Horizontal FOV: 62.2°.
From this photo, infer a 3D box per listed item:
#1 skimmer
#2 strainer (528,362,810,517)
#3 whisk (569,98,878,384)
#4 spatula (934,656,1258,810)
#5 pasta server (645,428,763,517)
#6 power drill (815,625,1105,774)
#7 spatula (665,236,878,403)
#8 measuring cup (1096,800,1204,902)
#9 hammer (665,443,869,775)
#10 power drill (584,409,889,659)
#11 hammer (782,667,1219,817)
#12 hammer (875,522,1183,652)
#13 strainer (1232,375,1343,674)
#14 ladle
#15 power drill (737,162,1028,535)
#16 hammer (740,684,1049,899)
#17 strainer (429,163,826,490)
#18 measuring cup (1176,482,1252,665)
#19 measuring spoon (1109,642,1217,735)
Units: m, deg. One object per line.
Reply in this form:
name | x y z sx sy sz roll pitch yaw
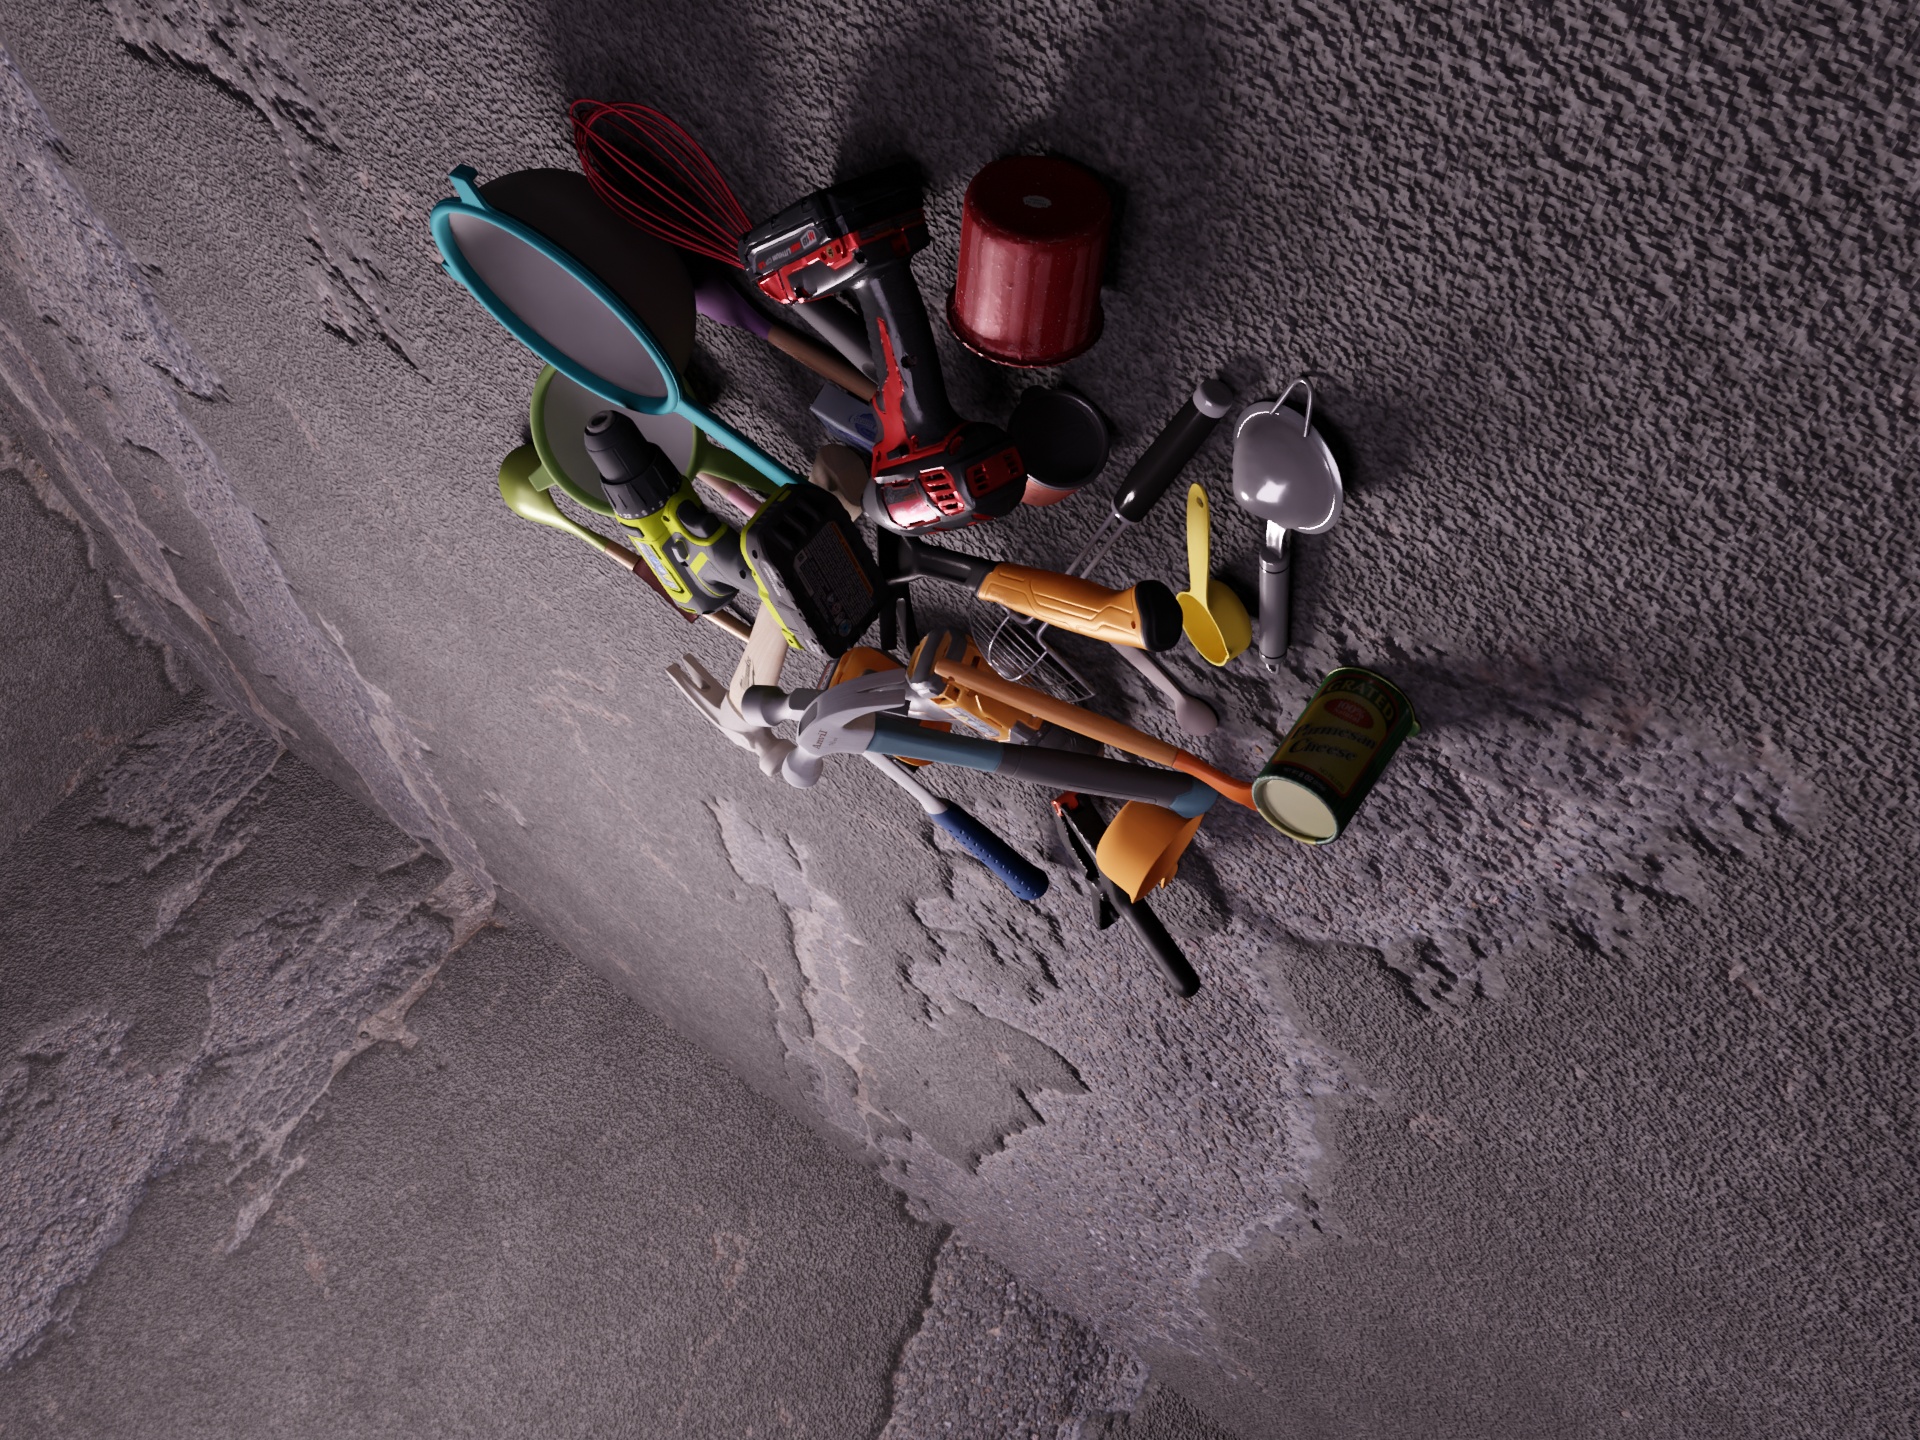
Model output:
skimmer | 0.101 -0.123 1.088 0.127 0.090 0.363 45 144 5
strainer | -0.224 -0.231 1.314 0.256 0.069 0.151 19 115 4
whisk | -0.141 -0.316 1.076 0.295 0.073 0.073 38 155 -11
spatula | 0.135 0.010 1.150 0.322 0.041 0.081 21 154 6
pasta server | -0.221 -0.209 1.366 0.316 0.040 0.060 38 145 6
power drill | -0.002 -0.004 1.337 0.185 0.084 0.226 31 159 -29
spatula | -0.115 -0.271 1.151 0.316 0.018 0.059 34 152 15
measuring cup | 0.157 0.108 1.341 0.052 0.095 0.173 37 173 16
hammer | -0.161 -0.101 1.357 0.146 0.038 0.410 43 145 8
power drill | -0.179 -0.143 1.209 0.229 0.080 0.190 21 153 38
hammer | 0.040 0.031 1.210 0.331 0.033 0.128 11 141 -16
hammer | 0.035 -0.084 1.089 0.337 0.034 0.127 22 116 55
strainer | 0.194 -0.104 0.985 0.087 0.050 0.258 43 162 31
ladle | -0.318 -0.166 1.569 0.320 0.062 0.078 32 152 0
power drill | -0.049 -0.221 1.004 0.143 0.078 0.219 -4 113 55
hammer | -0.021 0.072 1.389 0.144 0.035 0.405 3 156 33
strainer | -0.215 -0.286 1.157 0.340 0.095 0.211 36 166 -14
measuring cup | 0.165 -0.099 1.029 0.062 0.029 0.156 51 163 37
measuring spoon | 0.142 -0.030 1.191 0.124 0.018 0.034 43 154 -4
